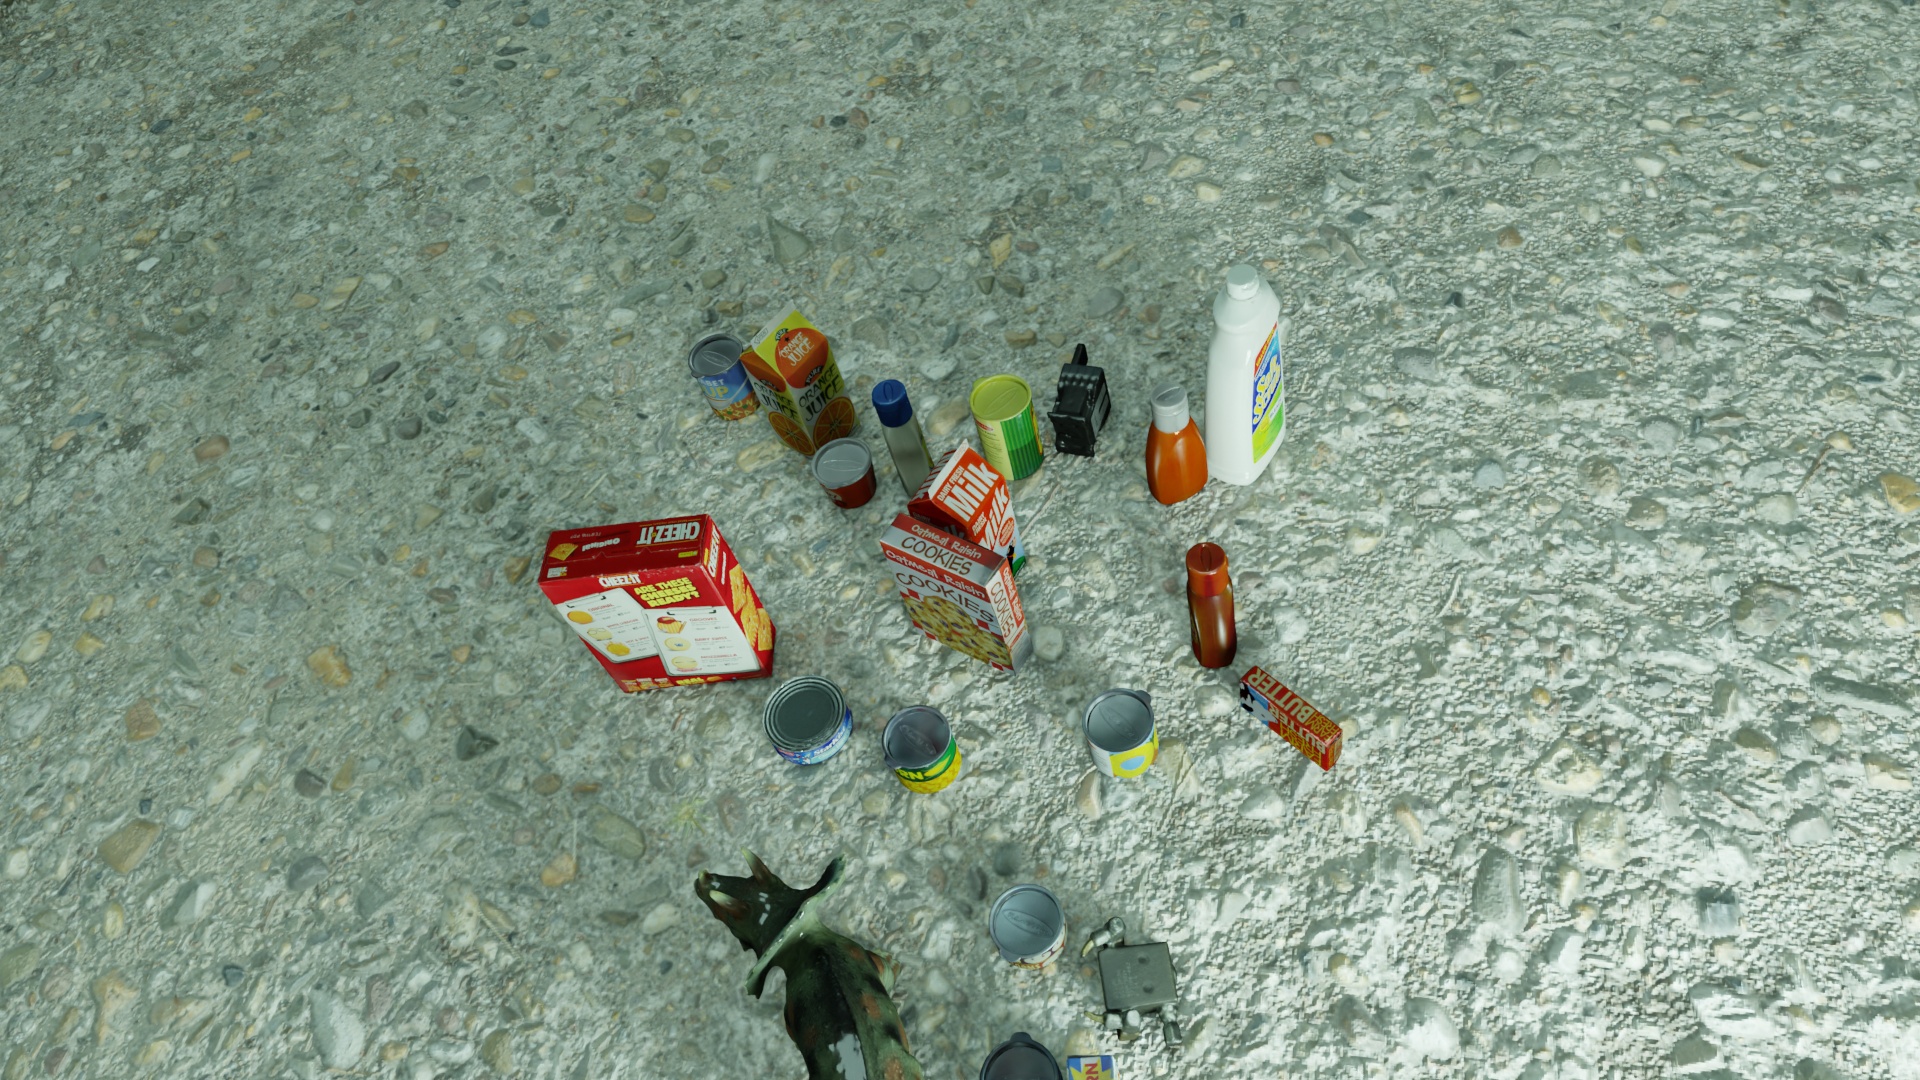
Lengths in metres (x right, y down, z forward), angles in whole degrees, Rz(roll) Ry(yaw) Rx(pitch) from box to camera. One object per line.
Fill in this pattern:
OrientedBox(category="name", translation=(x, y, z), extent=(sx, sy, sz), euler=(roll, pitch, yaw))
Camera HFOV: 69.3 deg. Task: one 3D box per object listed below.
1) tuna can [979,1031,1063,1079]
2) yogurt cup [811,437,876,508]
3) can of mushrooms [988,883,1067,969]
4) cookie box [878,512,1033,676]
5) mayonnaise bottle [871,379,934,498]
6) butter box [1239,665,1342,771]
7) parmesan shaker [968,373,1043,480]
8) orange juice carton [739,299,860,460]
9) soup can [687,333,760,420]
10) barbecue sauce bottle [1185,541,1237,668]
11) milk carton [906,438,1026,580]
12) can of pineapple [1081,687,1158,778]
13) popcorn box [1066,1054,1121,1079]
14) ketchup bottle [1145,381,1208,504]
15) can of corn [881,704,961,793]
OrientedBox(category="tuna can", translation=(0.051, 0.441, 1.131), extent=(0.071, 0.032, 0.071), euler=(-6, 53, 9))
OrientedBox(category="yogurt cup", translation=(-0.125, -0.072, 1.535), extent=(0.072, 0.053, 0.073), euler=(-6, 53, 9))
OrientedBox(category="can of mushrooms", translation=(0.058, 0.337, 1.205), extent=(0.071, 0.033, 0.071), euler=(-6, 53, 9))
OrientedBox(category="cookie box", translation=(-0.001, 0.053, 1.343), extent=(0.123, 0.166, 0.040), euler=(23, 63, 27))
OrientedBox(category="mayonnaise bottle", translation=(-0.060, -0.111, 1.489), extent=(0.041, 0.147, 0.065), euler=(-15, 53, 2))
OrientedBox(category="butter box", translation=(0.301, 0.162, 1.264), extent=(0.024, 0.053, 0.104), euler=(-41, 56, -16))
OrientedBox(category="parmesan shaker", translation=(0.050, -0.123, 1.500), extent=(0.071, 0.102, 0.071), euler=(-6, 54, 9))
OrientedBox(category="orange juice carton", translation=(-0.181, -0.178, 1.538), extent=(0.073, 0.191, 0.072), euler=(28, 65, 29))
OrientedBox(category="soup can", translation=(-0.278, -0.190, 1.639), extent=(0.071, 0.083, 0.072), euler=(-6, 53, 9))
OrientedBox(category="barbecue sauce bottle", translation=(0.233, 0.057, 1.296), extent=(0.043, 0.148, 0.065), euler=(-6, 54, 10))
OrientedBox(category="milk carton", translation=(0.005, -0.017, 1.378), extent=(0.073, 0.189, 0.072), euler=(21, 62, 26))
OrientedBox(category="can of pineapple", translation=(0.150, 0.178, 1.284), extent=(0.071, 0.057, 0.071), euler=(-6, 53, 9))
OrientedBox(category="popcorn box", translation=(0.107, 0.470, 1.064), extent=(0.038, 0.085, 0.127), euler=(-7, 53, 8))
OrientedBox(category="ketchup bottle", translation=(0.218, -0.100, 1.415), extent=(0.065, 0.148, 0.044), euler=(-28, 53, -8))
OrientedBox(category="can of corn", translation=(-0.038, 0.200, 1.312), extent=(0.071, 0.058, 0.071), euler=(-6, 53, 9))
